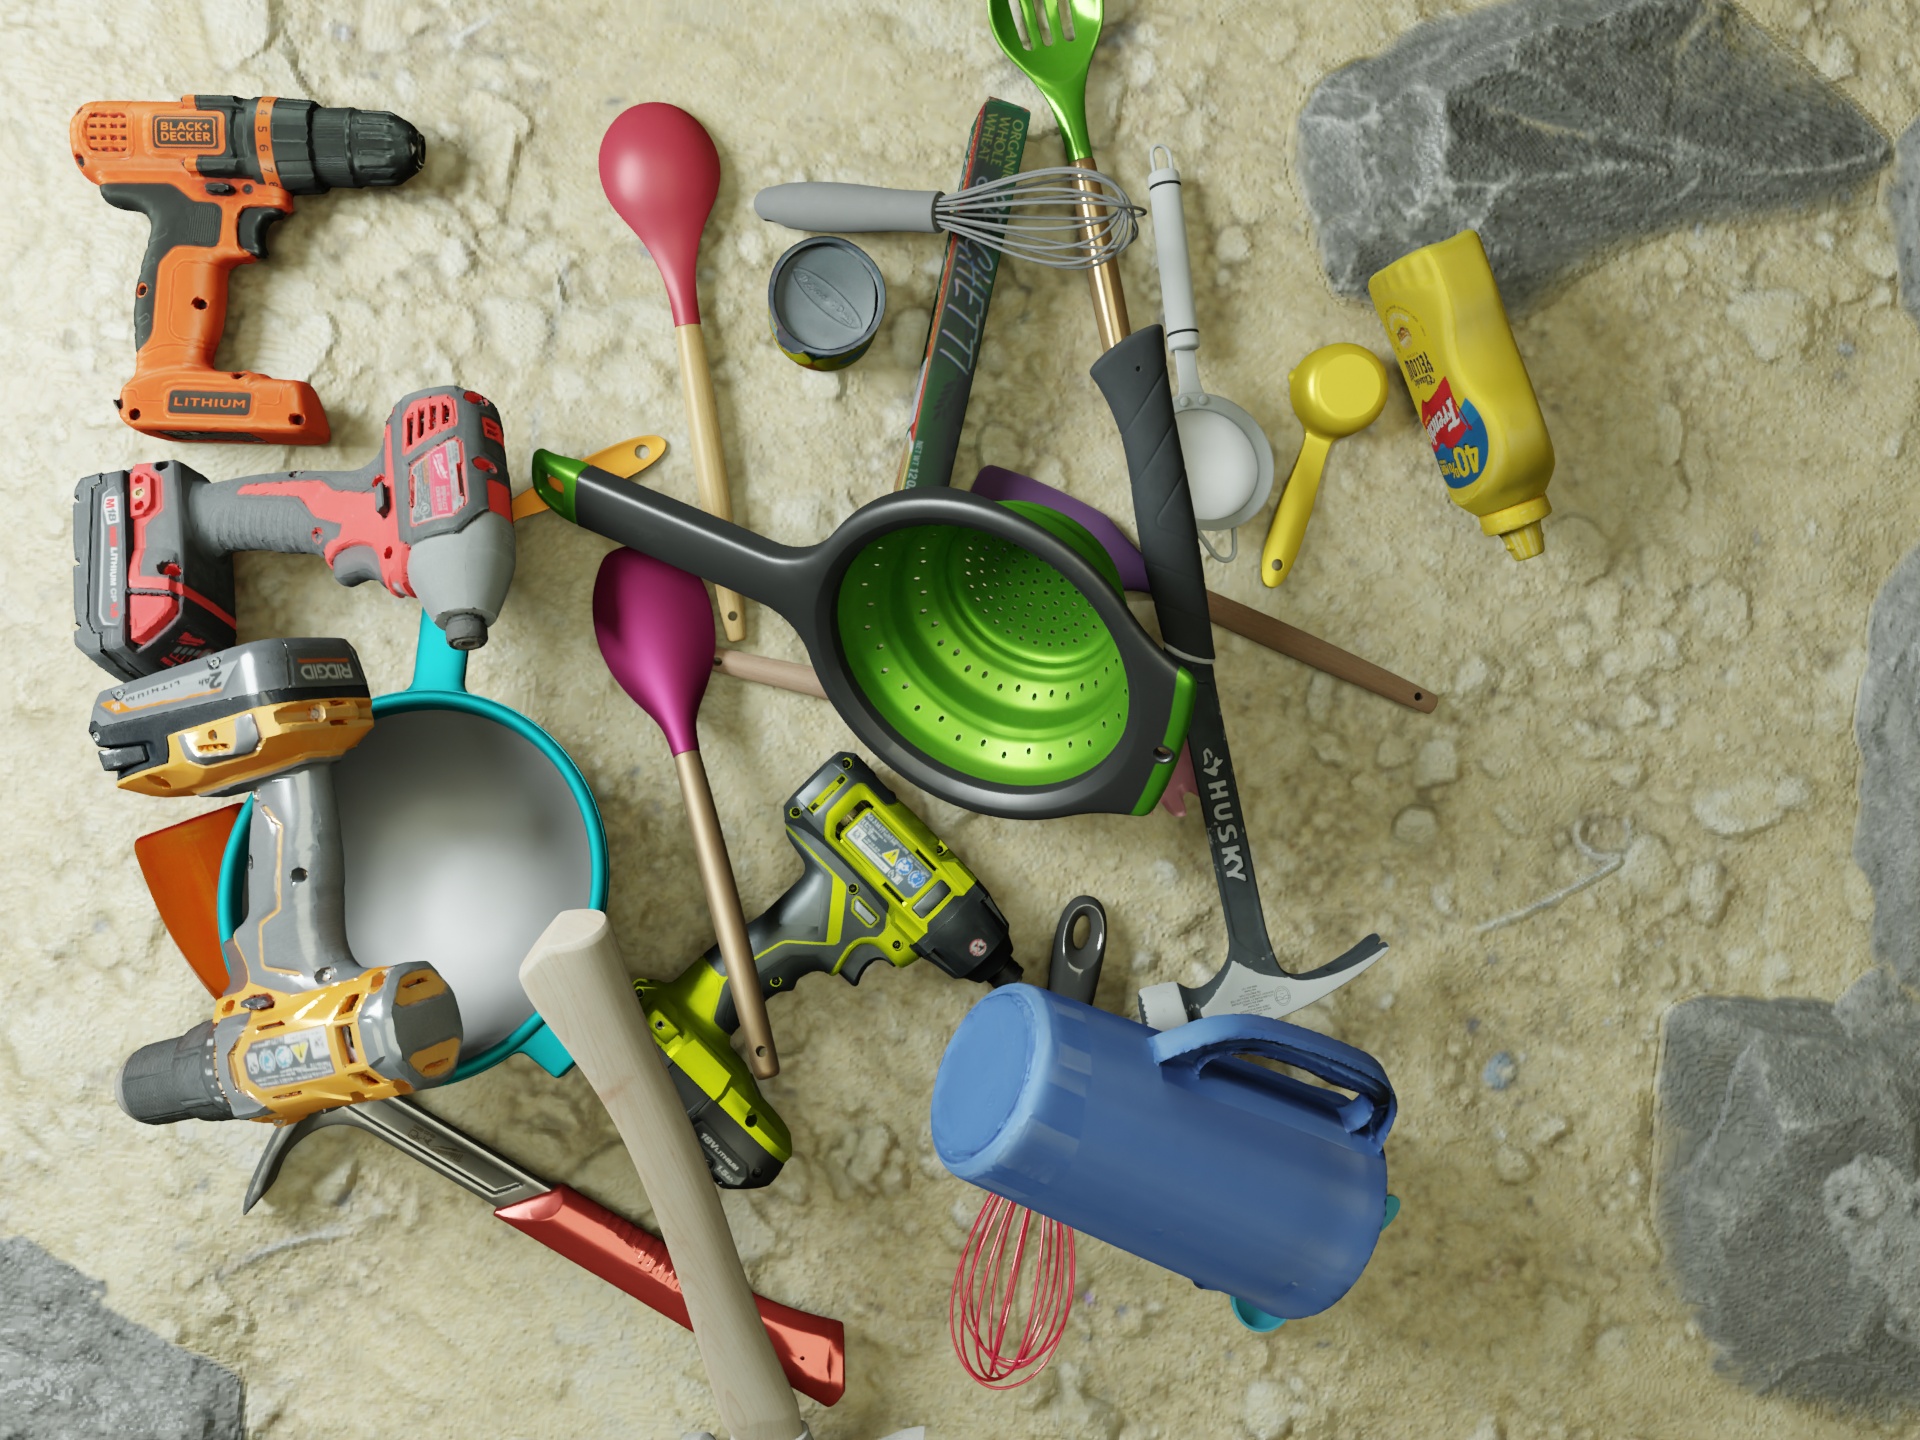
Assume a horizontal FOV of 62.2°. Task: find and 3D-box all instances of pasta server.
[{"bbox_3d":[-0.001,-0.003,0.941,0.316,0.040,0.060,13,98,-6],"label":"pasta server"}]

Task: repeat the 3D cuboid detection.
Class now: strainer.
[{"bbox_3d":[0.135,-0.218,0.949,0.087,0.050,0.258,-6,87,-14],"label":"strainer"},{"bbox_3d":[-0.282,0.033,0.889,0.211,0.095,0.340,1,76,5],"label":"strainer"}]

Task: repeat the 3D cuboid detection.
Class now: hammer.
[{"bbox_3d":[0.140,-0.020,0.911,0.149,0.036,0.409,-12,98,0],"label":"hammer"},{"bbox_3d":[-0.225,0.306,0.927,0.359,0.037,0.149,33,88,-7],"label":"hammer"},{"bbox_3d":[-0.131,0.271,0.842,0.146,0.038,0.410,-9,118,8],"label":"hammer"}]

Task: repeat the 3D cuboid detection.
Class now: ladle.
[{"bbox_3d":[-0.155,-0.202,0.921,0.069,0.031,0.315,-9,95,-6],"label":"ladle"}]

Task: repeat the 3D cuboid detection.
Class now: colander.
[{"bbox_3d":[-0.049,-0.084,0.883,0.397,0.204,0.094,24,44,11],"label":"colander"}]

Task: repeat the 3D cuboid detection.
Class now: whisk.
[{"bbox_3d":[-0.011,-0.282,0.881,0.239,0.055,0.055,11,91,24],"label":"whisk"},{"bbox_3d":[0.049,0.250,0.951,0.073,0.073,0.296,12,85,-7],"label":"whisk"}]

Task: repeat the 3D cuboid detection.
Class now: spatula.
[{"bbox_3d":[0.147,-0.069,0.966,0.316,0.018,0.060,23,90,-6],"label":"spatula"}]

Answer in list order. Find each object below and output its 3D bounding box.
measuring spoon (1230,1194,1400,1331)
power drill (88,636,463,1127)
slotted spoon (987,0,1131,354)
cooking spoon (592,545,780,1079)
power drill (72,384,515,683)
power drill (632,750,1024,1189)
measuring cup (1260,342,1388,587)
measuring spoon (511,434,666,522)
[{"bbox_3d":[0.221,0.334,0.996,0.128,0.021,0.042,-30,95,-14],"label":"measuring spoon"},{"bbox_3d":[-0.355,0.088,0.784,0.185,0.084,0.226,-15,88,18],"label":"power drill"},{"bbox_3d":[0.075,-0.306,0.945,0.070,0.031,0.313,-13,96,-6],"label":"slotted spoon"},{"bbox_3d":[-0.146,0.043,0.888,0.068,0.017,0.319,-15,75,-6],"label":"cooking spoon"},{"bbox_3d":[-0.344,-0.087,0.843,0.219,0.078,0.143,-13,71,3],"label":"power drill"},{"bbox_3d":[-0.085,0.153,0.919,0.223,0.080,0.171,-45,96,-7],"label":"power drill"},{"bbox_3d":[0.216,-0.155,0.965,0.062,0.029,0.156,19,88,-7],"label":"measuring cup"},{"bbox_3d":[-0.225,-0.137,0.924,0.117,0.011,0.021,-27,94,-9],"label":"measuring spoon"}]
